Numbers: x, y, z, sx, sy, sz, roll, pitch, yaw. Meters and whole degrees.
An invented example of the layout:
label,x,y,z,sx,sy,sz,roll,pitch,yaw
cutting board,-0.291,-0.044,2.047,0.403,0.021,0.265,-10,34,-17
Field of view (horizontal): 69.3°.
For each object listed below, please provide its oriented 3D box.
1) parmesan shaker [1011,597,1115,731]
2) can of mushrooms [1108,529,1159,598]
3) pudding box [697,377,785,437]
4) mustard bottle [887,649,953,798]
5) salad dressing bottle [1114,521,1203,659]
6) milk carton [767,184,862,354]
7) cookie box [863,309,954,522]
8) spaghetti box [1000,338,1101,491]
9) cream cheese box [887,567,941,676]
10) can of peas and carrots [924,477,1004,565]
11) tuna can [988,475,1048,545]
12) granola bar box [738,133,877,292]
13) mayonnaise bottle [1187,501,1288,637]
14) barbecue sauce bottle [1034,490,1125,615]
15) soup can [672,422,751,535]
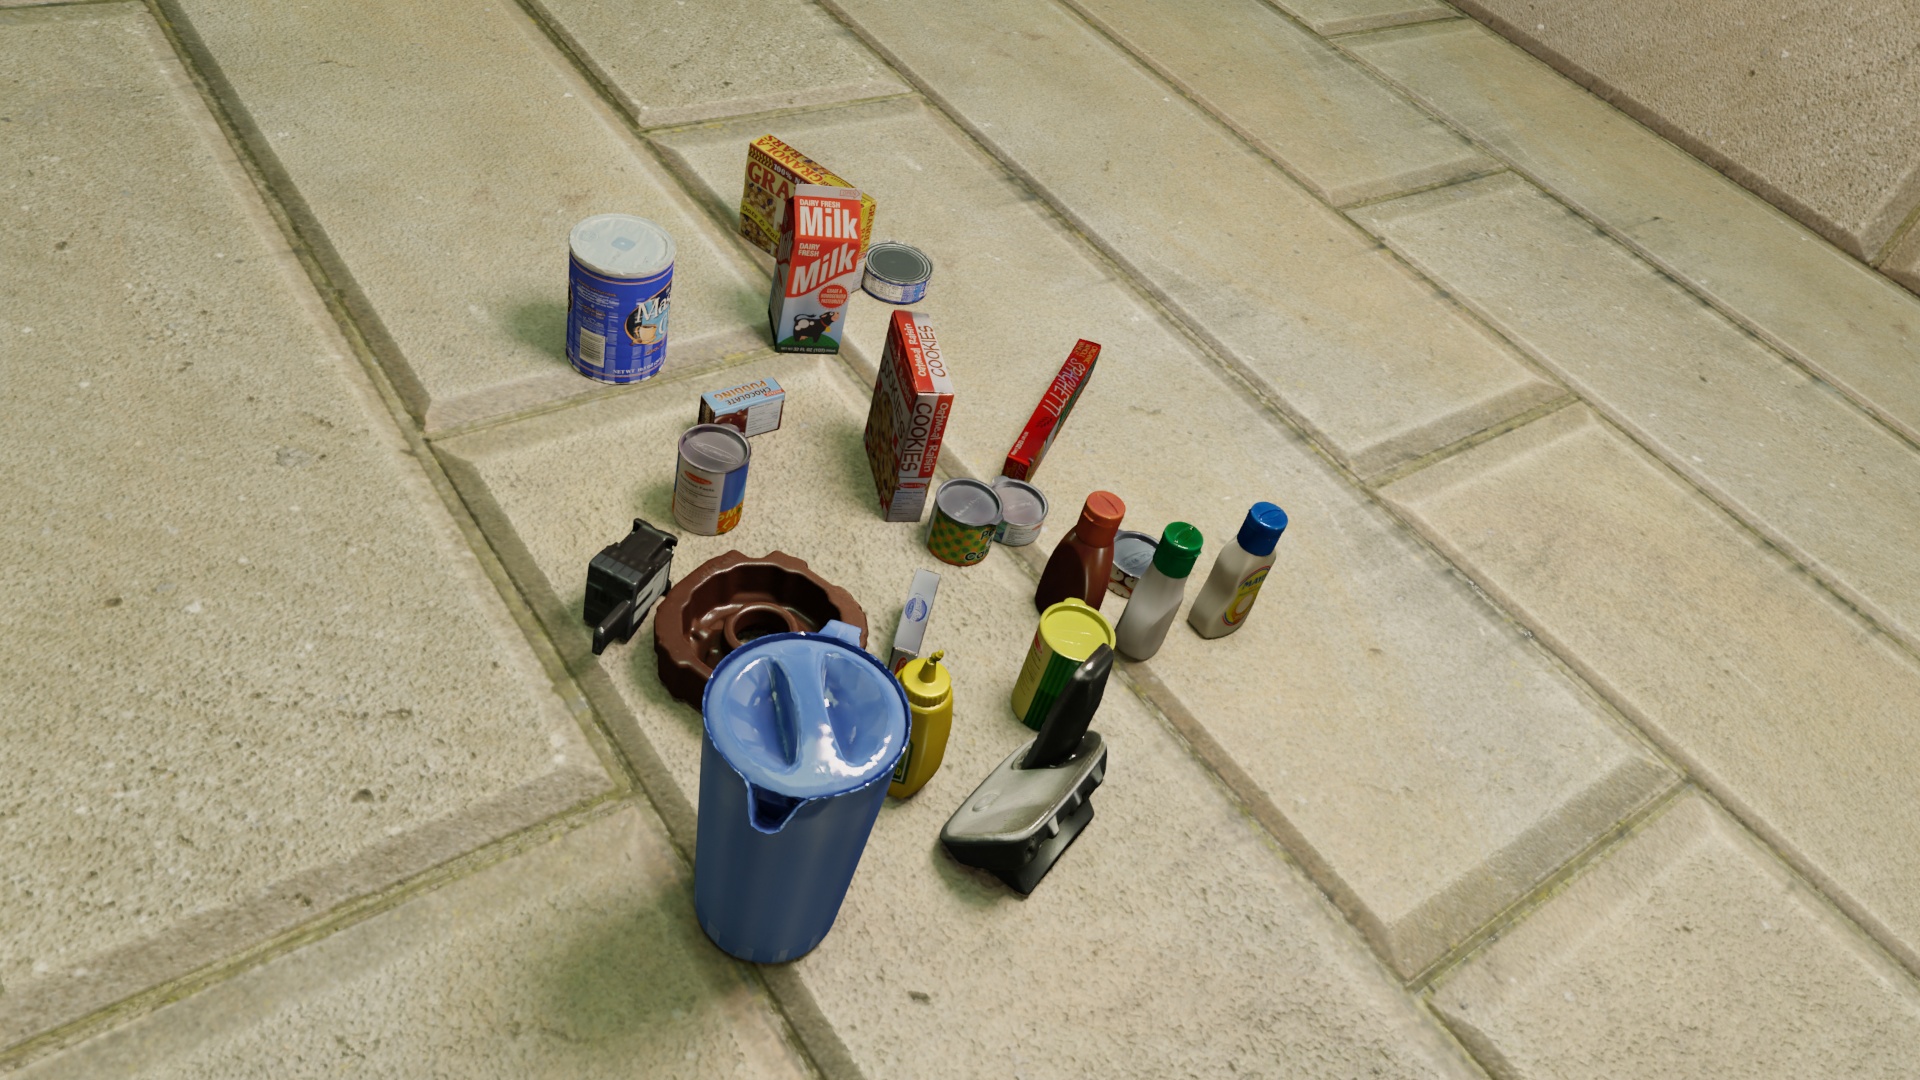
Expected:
label,x,y,z,sx,sy,sz,roll,pitch,yaw
parmesan shaker,0.088,0.110,1.204,0.071,0.102,0.072,9,44,-9
can of mushrooms,0.170,0.023,1.369,0.071,0.033,0.071,9,44,-9
pudding box,-0.219,-0.129,1.390,0.084,0.049,0.030,-20,54,-33
mustard bottle,-0.038,0.138,1.094,0.065,0.159,0.049,38,47,21
salad dressing bottle,0.181,0.046,1.266,0.044,0.146,0.064,38,47,21
milk carton,-0.154,-0.295,1.478,0.072,0.189,0.074,0,46,-18
cookie box,-0.053,-0.120,1.347,0.040,0.166,0.123,0,46,-18
spaghetti box,0.099,-0.136,1.498,0.029,0.049,0.251,24,43,7
cream cheese box,-0.043,0.078,1.231,0.024,0.053,0.104,16,43,-1
can of peas and carrots,0.005,-0.017,1.339,0.071,0.058,0.071,9,44,-9
tuna can,0.051,-0.030,1.386,0.071,0.032,0.071,9,44,-9
granola bar box,-0.179,-0.372,1.598,0.166,0.123,0.039,35,46,18
mayonnaise bottle,0.265,0.028,1.311,0.065,0.147,0.041,-19,54,-32
barbecue sauce bottle,0.112,0.019,1.271,0.044,0.147,0.065,-19,54,-32
soup can,-0.230,-0.057,1.289,0.071,0.083,0.072,9,44,-9
